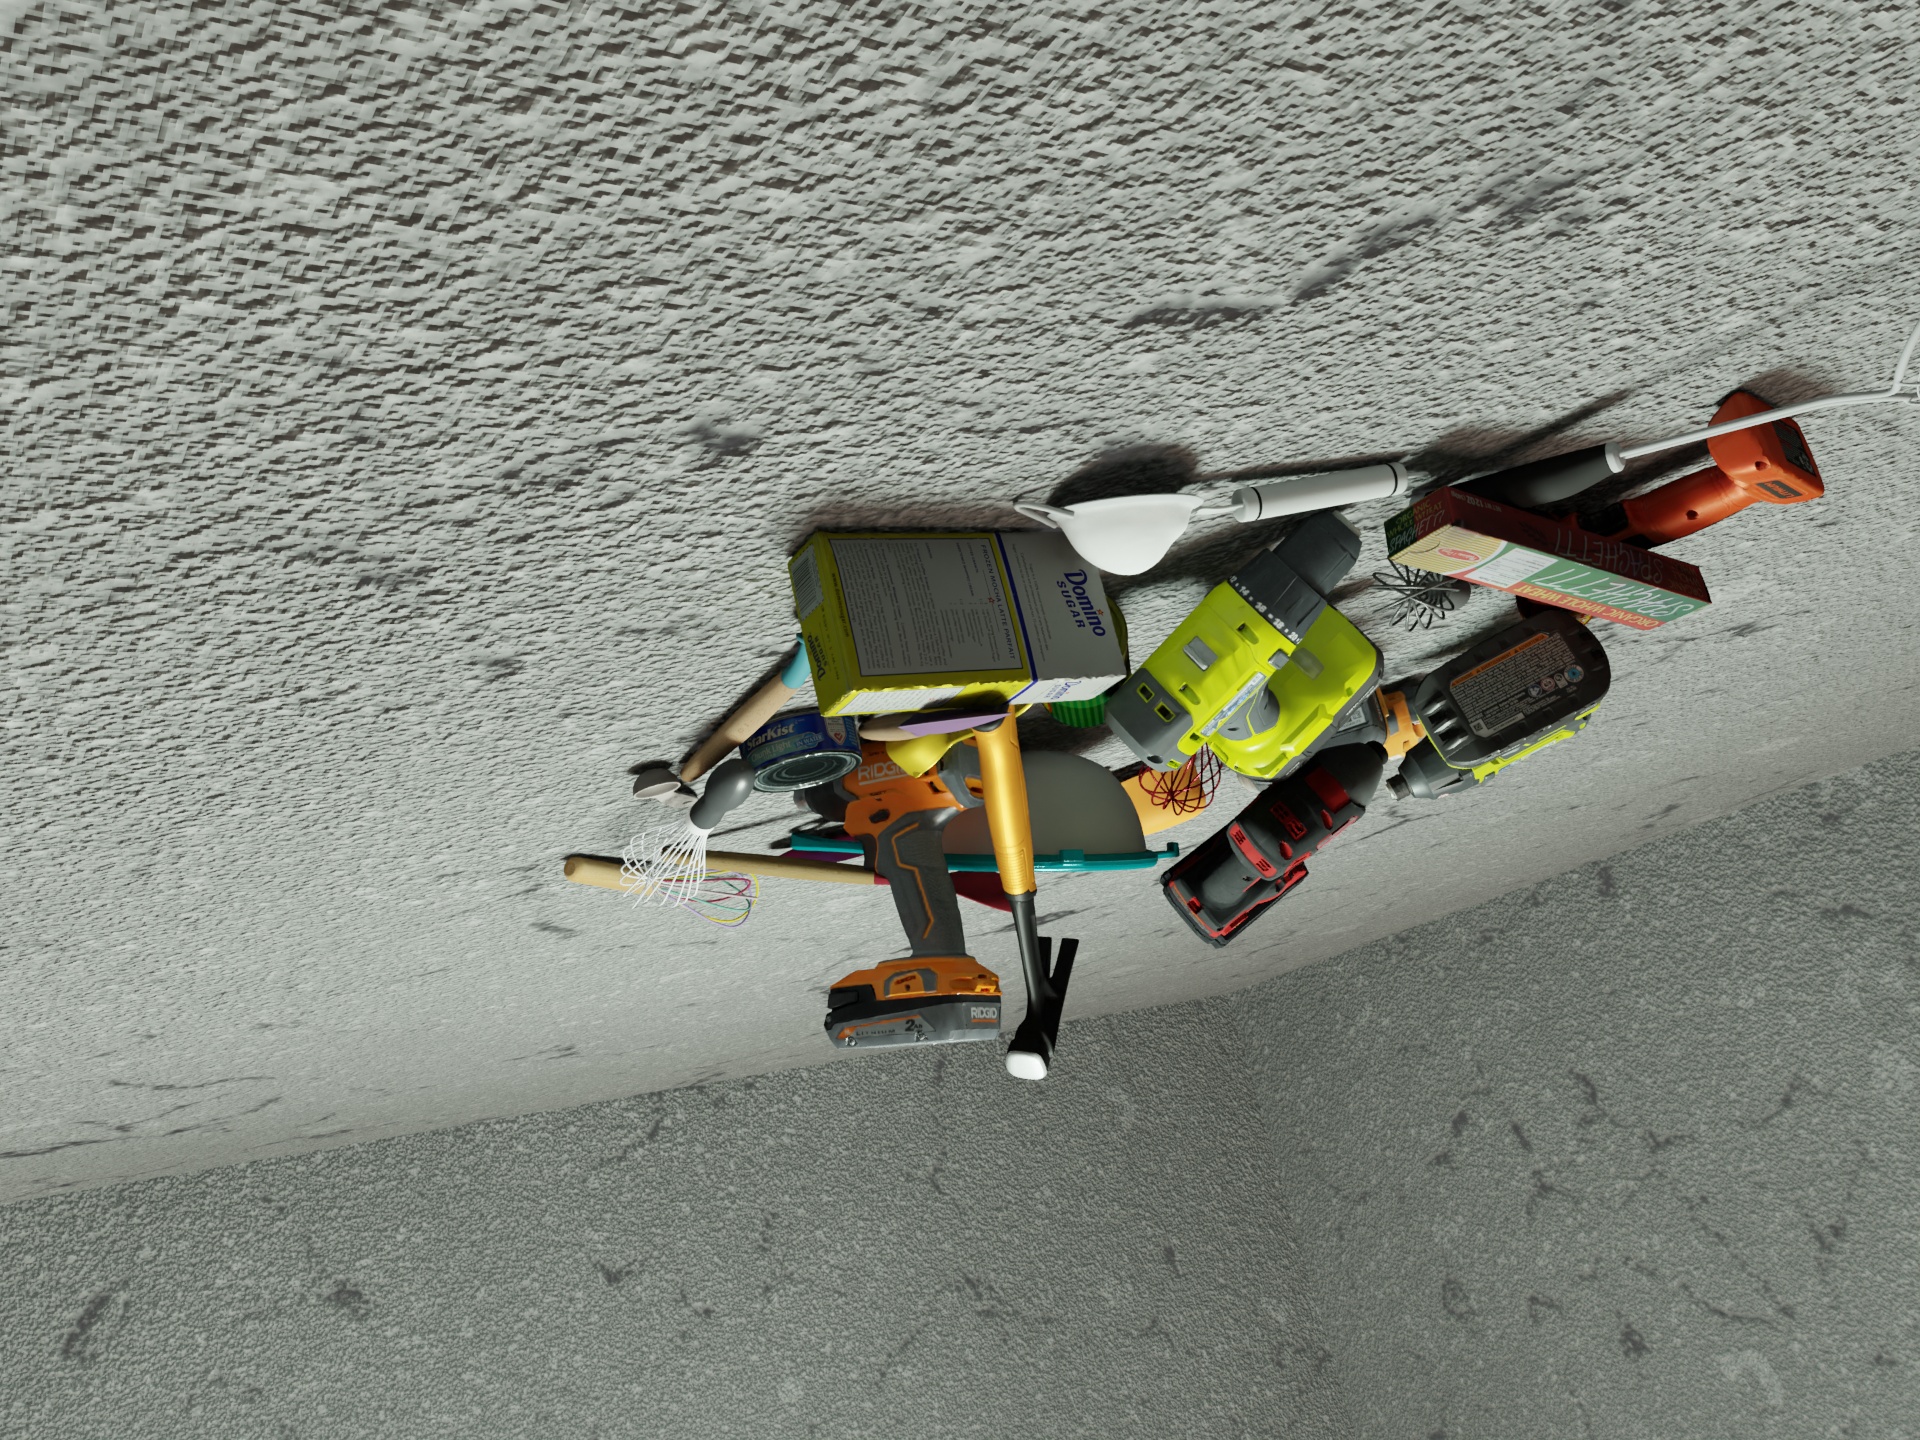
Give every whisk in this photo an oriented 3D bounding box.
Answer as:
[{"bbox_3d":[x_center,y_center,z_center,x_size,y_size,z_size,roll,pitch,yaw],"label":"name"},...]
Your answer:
[{"bbox_3d":[-0.200,0.082,1.182,0.070,0.070,0.284,-5,161,-27],"label":"whisk"},{"bbox_3d":[-0.257,0.142,1.402,0.047,0.051,0.244,-42,150,16],"label":"whisk"},{"bbox_3d":[0.195,0.011,1.308,0.073,0.073,0.295,-12,158,-6],"label":"whisk"},{"bbox_3d":[0.315,-0.085,1.065,0.055,0.055,0.239,-22,174,24],"label":"whisk"}]

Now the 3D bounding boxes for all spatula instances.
[{"bbox_3d":[-0.029,0.003,0.998,0.059,0.018,0.316,-7,180,-14],"label":"spatula"},{"bbox_3d":[-0.117,-0.007,1.015,0.082,0.044,0.317,-6,163,-33],"label":"spatula"}]

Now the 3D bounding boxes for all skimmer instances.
[{"bbox_3d":[0.422,-0.192,0.886,0.363,0.090,0.127,-14,166,36],"label":"skimmer"}]

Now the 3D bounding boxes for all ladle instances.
[{"bbox_3d":[-0.097,0.129,1.334,0.315,0.031,0.069,6,-175,6],"label":"ladle"}]

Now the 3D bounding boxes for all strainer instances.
[{"bbox_3d":[0.154,-0.118,0.889,0.258,0.050,0.087,-12,179,-18],"label":"strainer"},{"bbox_3d":[-0.001,0.071,1.317,0.340,0.095,0.211,0,178,32],"label":"strainer"}]

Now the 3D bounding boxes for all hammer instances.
[{"bbox_3d":[0.041,0.095,1.089,0.034,0.127,0.336,3,132,15],"label":"hammer"}]

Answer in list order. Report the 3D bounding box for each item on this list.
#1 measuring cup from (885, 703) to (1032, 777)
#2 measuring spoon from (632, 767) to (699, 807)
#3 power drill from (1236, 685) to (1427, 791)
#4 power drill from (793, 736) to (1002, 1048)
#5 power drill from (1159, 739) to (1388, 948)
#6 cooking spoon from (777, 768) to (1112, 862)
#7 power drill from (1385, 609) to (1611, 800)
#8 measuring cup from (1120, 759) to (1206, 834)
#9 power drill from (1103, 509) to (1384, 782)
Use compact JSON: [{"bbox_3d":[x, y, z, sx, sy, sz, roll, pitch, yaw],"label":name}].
[{"bbox_3d":[-0.002,-0.003,1.078,0.029,0.062,0.156,38,149,-19],"label":"measuring cup"},{"bbox_3d":[-0.215,0.050,1.179,0.034,0.018,0.124,-18,170,1],"label":"measuring spoon"},{"bbox_3d":[0.303,0.016,1.379,0.185,0.084,0.226,-20,167,25],"label":"power drill"},{"bbox_3d":[-0.051,0.125,1.174,0.164,0.227,0.084,-11,165,30],"label":"power drill"},{"bbox_3d":[0.250,0.091,1.251,0.143,0.078,0.219,-35,167,-23],"label":"power drill"},{"bbox_3d":[-0.015,0.089,1.441,0.319,0.017,0.069,-14,-168,-5],"label":"cooking spoon"},{"bbox_3d":[0.415,0.002,1.243,0.171,0.080,0.223,-29,163,5],"label":"power drill"},{"bbox_3d":[0.150,0.086,1.472,0.173,0.052,0.095,-17,170,-28],"label":"measuring cup"},{"bbox_3d":[0.207,-0.042,1.057,0.190,0.080,0.228,-47,156,12],"label":"power drill"}]
